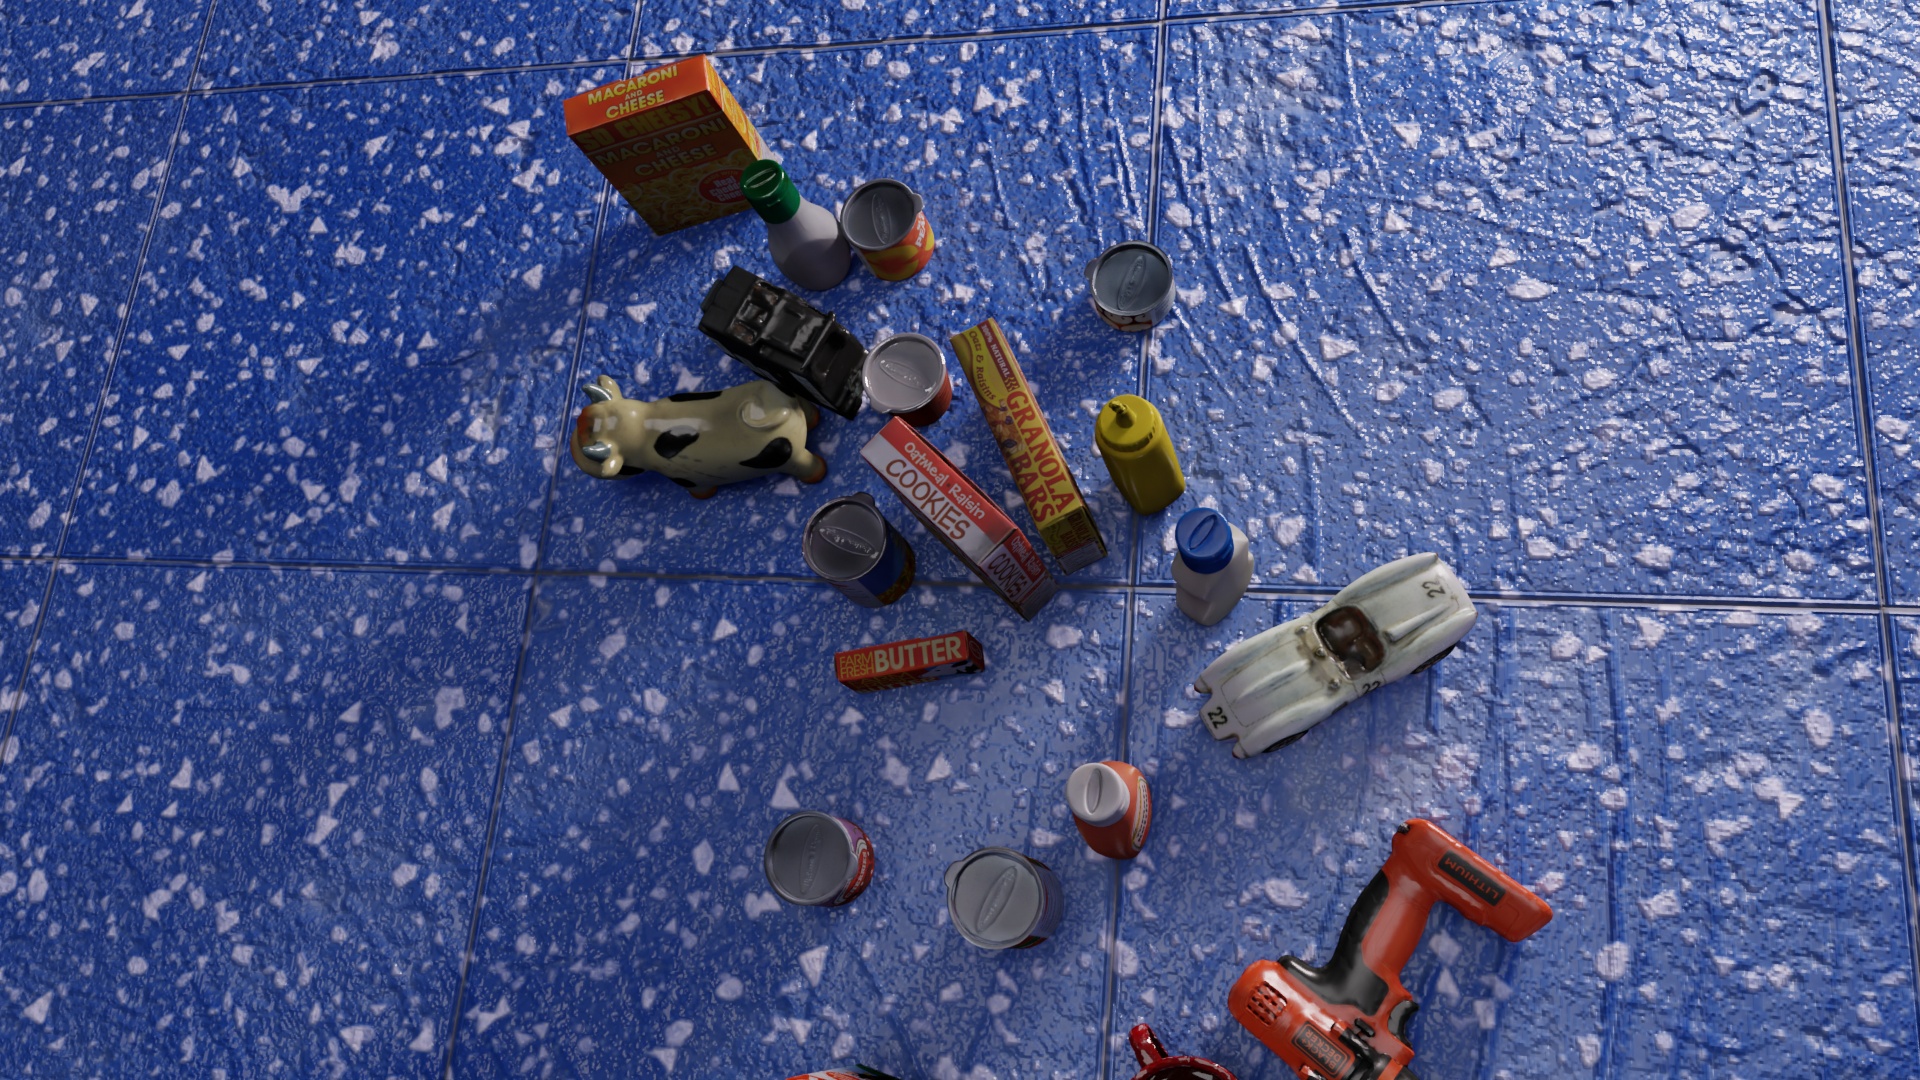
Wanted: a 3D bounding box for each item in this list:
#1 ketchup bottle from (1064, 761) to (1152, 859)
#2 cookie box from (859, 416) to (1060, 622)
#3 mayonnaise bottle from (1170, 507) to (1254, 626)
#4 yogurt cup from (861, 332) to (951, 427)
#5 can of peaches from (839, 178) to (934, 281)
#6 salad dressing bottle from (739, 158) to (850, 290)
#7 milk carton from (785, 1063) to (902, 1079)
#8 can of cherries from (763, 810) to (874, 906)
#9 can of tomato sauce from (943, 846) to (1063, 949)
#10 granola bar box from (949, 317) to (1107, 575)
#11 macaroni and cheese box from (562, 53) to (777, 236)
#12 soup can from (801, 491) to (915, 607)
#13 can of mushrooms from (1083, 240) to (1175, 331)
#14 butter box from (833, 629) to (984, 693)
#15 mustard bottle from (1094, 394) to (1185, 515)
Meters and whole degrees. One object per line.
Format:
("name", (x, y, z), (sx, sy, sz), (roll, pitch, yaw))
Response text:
("ketchup bottle", (0.099, 0.177, 0.929), (0.043, 0.148, 0.065), (4, 75, 15))
("cookie box", (0.004, -0.013, 1.003), (0.040, 0.167, 0.123), (-46, 69, -2))
("mayonnaise bottle", (0.173, 0.015, 0.962), (0.041, 0.148, 0.065), (36, 85, 21))
("yogurt cup", (-0.039, -0.125, 1.110), (0.072, 0.054, 0.072), (-4, 72, 13))
("can of peaches", (-0.058, -0.258, 1.154), (0.071, 0.058, 0.071), (-4, 72, 13))
("salad dressing bottle", (-0.134, -0.254, 1.123), (0.064, 0.147, 0.044), (-26, 69, 5))
("milk carton", (-0.074, 0.386, 0.884), (0.072, 0.190, 0.073), (15, 78, 18))
("can of cherries", (-0.099, 0.233, 1.009), (0.071, 0.058, 0.071), (-4, 72, 13))
("can of tomato sauce", (0.031, 0.248, 0.959), (0.071, 0.083, 0.071), (-4, 72, 13))
("granola bar box", (0.052, -0.068, 1.031), (0.039, 0.124, 0.166), (-26, 69, 5))
("macaroni and cheese box", (-0.236, -0.327, 1.161), (0.124, 0.166, 0.040), (-15, 71, 9))
("soup can", (-0.075, 0.008, 1.060), (0.071, 0.083, 0.071), (-4, 72, 13))
("can of mushrooms", (0.135, -0.202, 1.102), (0.071, 0.033, 0.071), (-4, 72, 13))
("butter box", (-0.038, 0.092, 1.041), (0.103, 0.053, 0.024), (-11, 71, 11))
("mustard bottle", (0.126, -0.067, 0.993), (0.049, 0.160, 0.065), (-32, 69, 3))
